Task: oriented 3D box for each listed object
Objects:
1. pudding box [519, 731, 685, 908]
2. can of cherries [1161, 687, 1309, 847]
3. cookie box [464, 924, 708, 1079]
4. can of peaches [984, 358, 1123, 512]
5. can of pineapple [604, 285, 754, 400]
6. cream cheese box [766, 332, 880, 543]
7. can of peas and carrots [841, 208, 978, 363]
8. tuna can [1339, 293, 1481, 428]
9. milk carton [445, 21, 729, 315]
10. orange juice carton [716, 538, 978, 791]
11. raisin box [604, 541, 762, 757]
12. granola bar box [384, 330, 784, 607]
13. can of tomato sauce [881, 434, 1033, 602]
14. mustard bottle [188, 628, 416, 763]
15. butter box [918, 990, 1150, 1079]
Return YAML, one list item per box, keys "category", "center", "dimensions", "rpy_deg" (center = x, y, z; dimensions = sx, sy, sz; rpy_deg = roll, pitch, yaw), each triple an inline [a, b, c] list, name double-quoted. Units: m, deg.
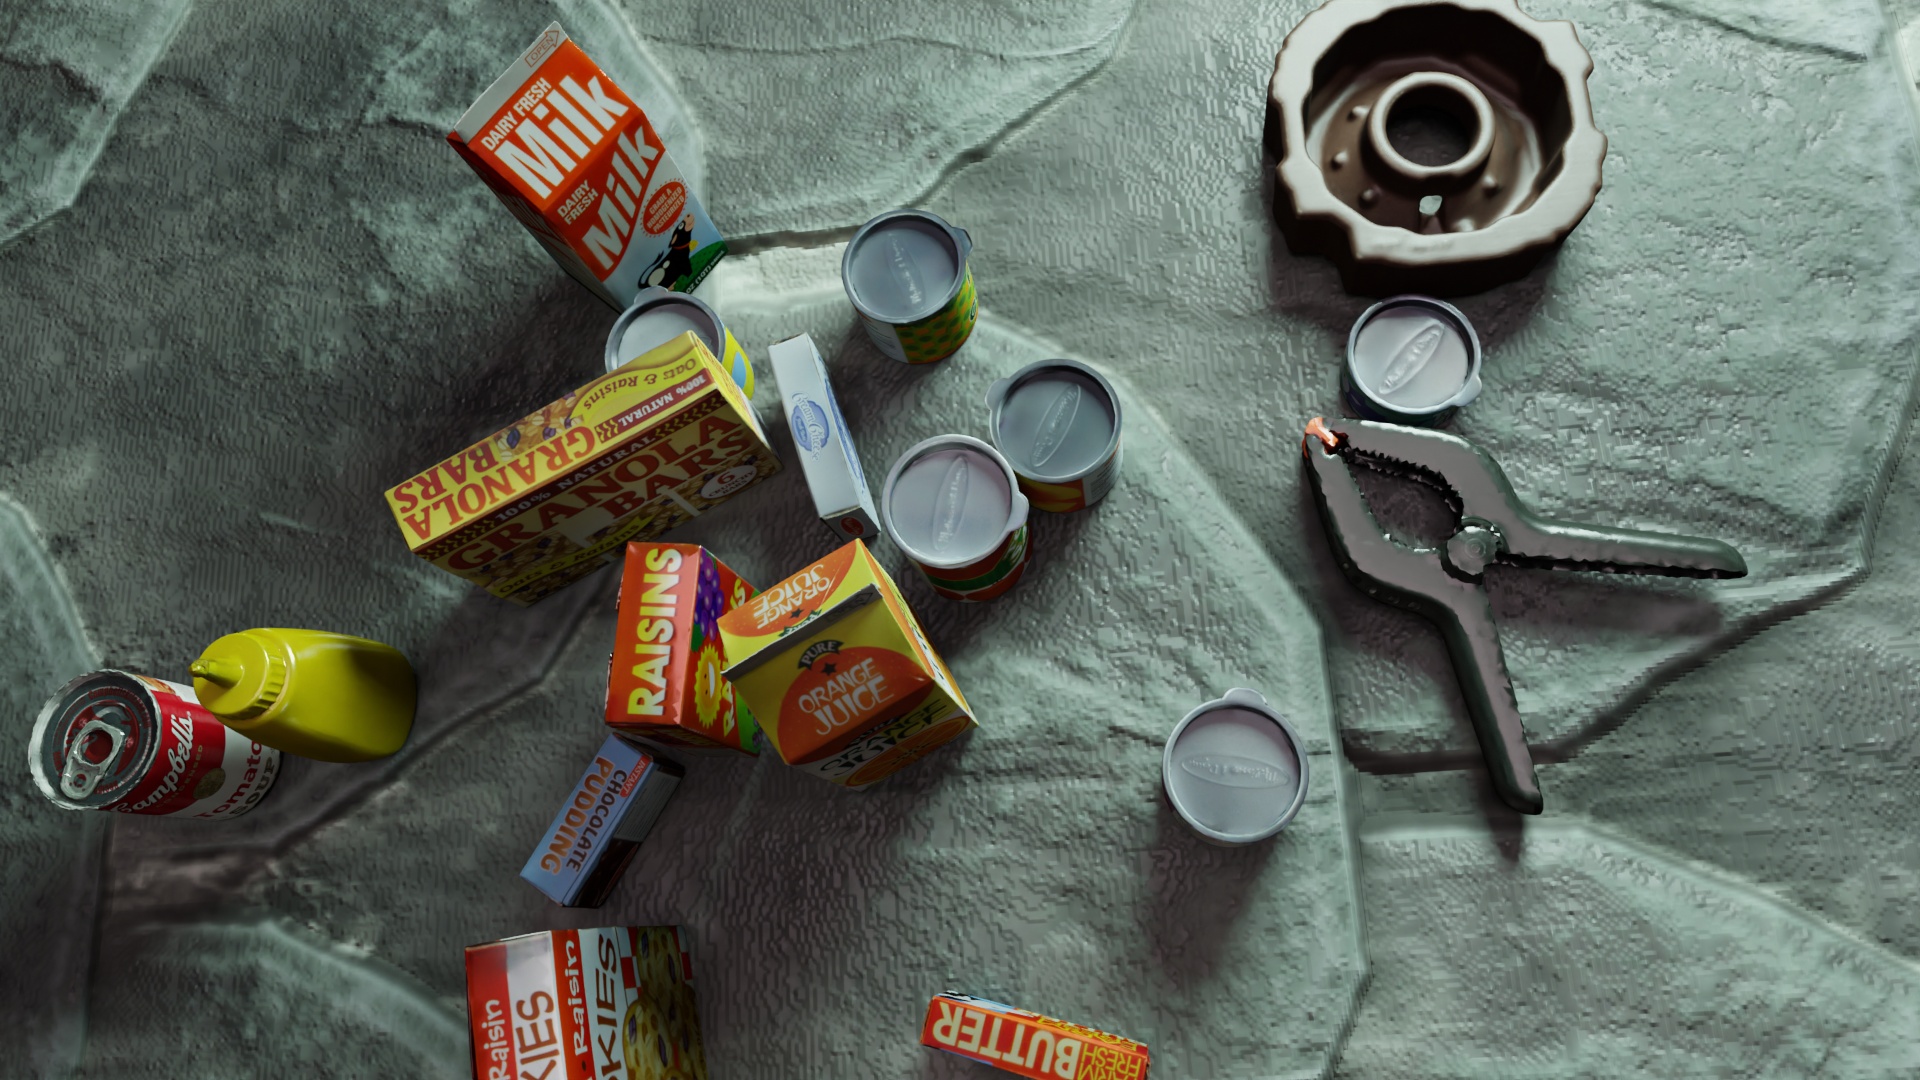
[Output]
- category: "pudding box"
  center: [-0.179, 0.142, 0.699]
  dimensions: [0.030, 0.049, 0.084]
  rpy_deg: [29, 80, 14]
- category: "can of cherries"
  center: [0.130, 0.109, 0.660]
  dimensions: [0.071, 0.058, 0.071]
  rpy_deg: [-2, 75, 8]
- category: "cookie box"
  center: [-0.157, 0.235, 0.608]
  dimensions: [0.040, 0.167, 0.123]
  rpy_deg: [-14, 74, 4]
- category: "can of peaches"
  center: [0.049, -0.054, 0.717]
  dimensions: [0.071, 0.058, 0.071]
  rpy_deg: [-2, 75, 8]
- category: "can of pineapple"
  center: [-0.151, -0.095, 0.757]
  dimensions: [0.071, 0.057, 0.071]
  rpy_deg: [-2, 75, 8]
- category: "cream cheese box"
  center: [-0.072, -0.053, 0.736]
  dimensions: [0.024, 0.053, 0.104]
  rpy_deg: [-20, 73, 3]
- category: "can of peas and carrots"
  center: [-0.024, -0.137, 0.750]
  dimensions: [0.071, 0.058, 0.071]
  rpy_deg: [-2, 75, 8]
- category: "tuna can"
  center: [0.232, -0.089, 0.714]
  dimensions: [0.071, 0.032, 0.071]
  rpy_deg: [-2, 74, 7]
- category: "milk carton"
  center: [-0.194, -0.187, 0.719]
  dimensions: [0.073, 0.190, 0.072]
  rpy_deg: [38, 83, 15]
- category: "orange juice carton"
  center: [-0.050, 0.059, 0.629]
  dimensions: [0.072, 0.192, 0.073]
  rpy_deg: [-29, 73, 0]
- category: "raisin box"
  center: [-0.129, 0.056, 0.677]
  dimensions: [0.040, 0.123, 0.086]
  rpy_deg: [2, 75, 9]
- category: "granola bar box"
  center: [-0.183, -0.031, 0.709]
  dimensions: [0.165, 0.124, 0.039]
  rpy_deg: [-28, 73, 0]
- category: "can of tomato sauce"
  center: [0.002, -0.009, 0.698]
  dimensions: [0.071, 0.083, 0.071]
  rpy_deg: [-2, 75, 8]
- category: "mustard bottle"
  center: [-0.327, 0.072, 0.681]
  dimensions: [0.049, 0.160, 0.065]
  rpy_deg: [0, 75, 8]
- category: "butter box"
  center: [0.036, 0.233, 0.642]
  dimensions: [0.103, 0.053, 0.024]
  rpy_deg: [12, 77, 11]
